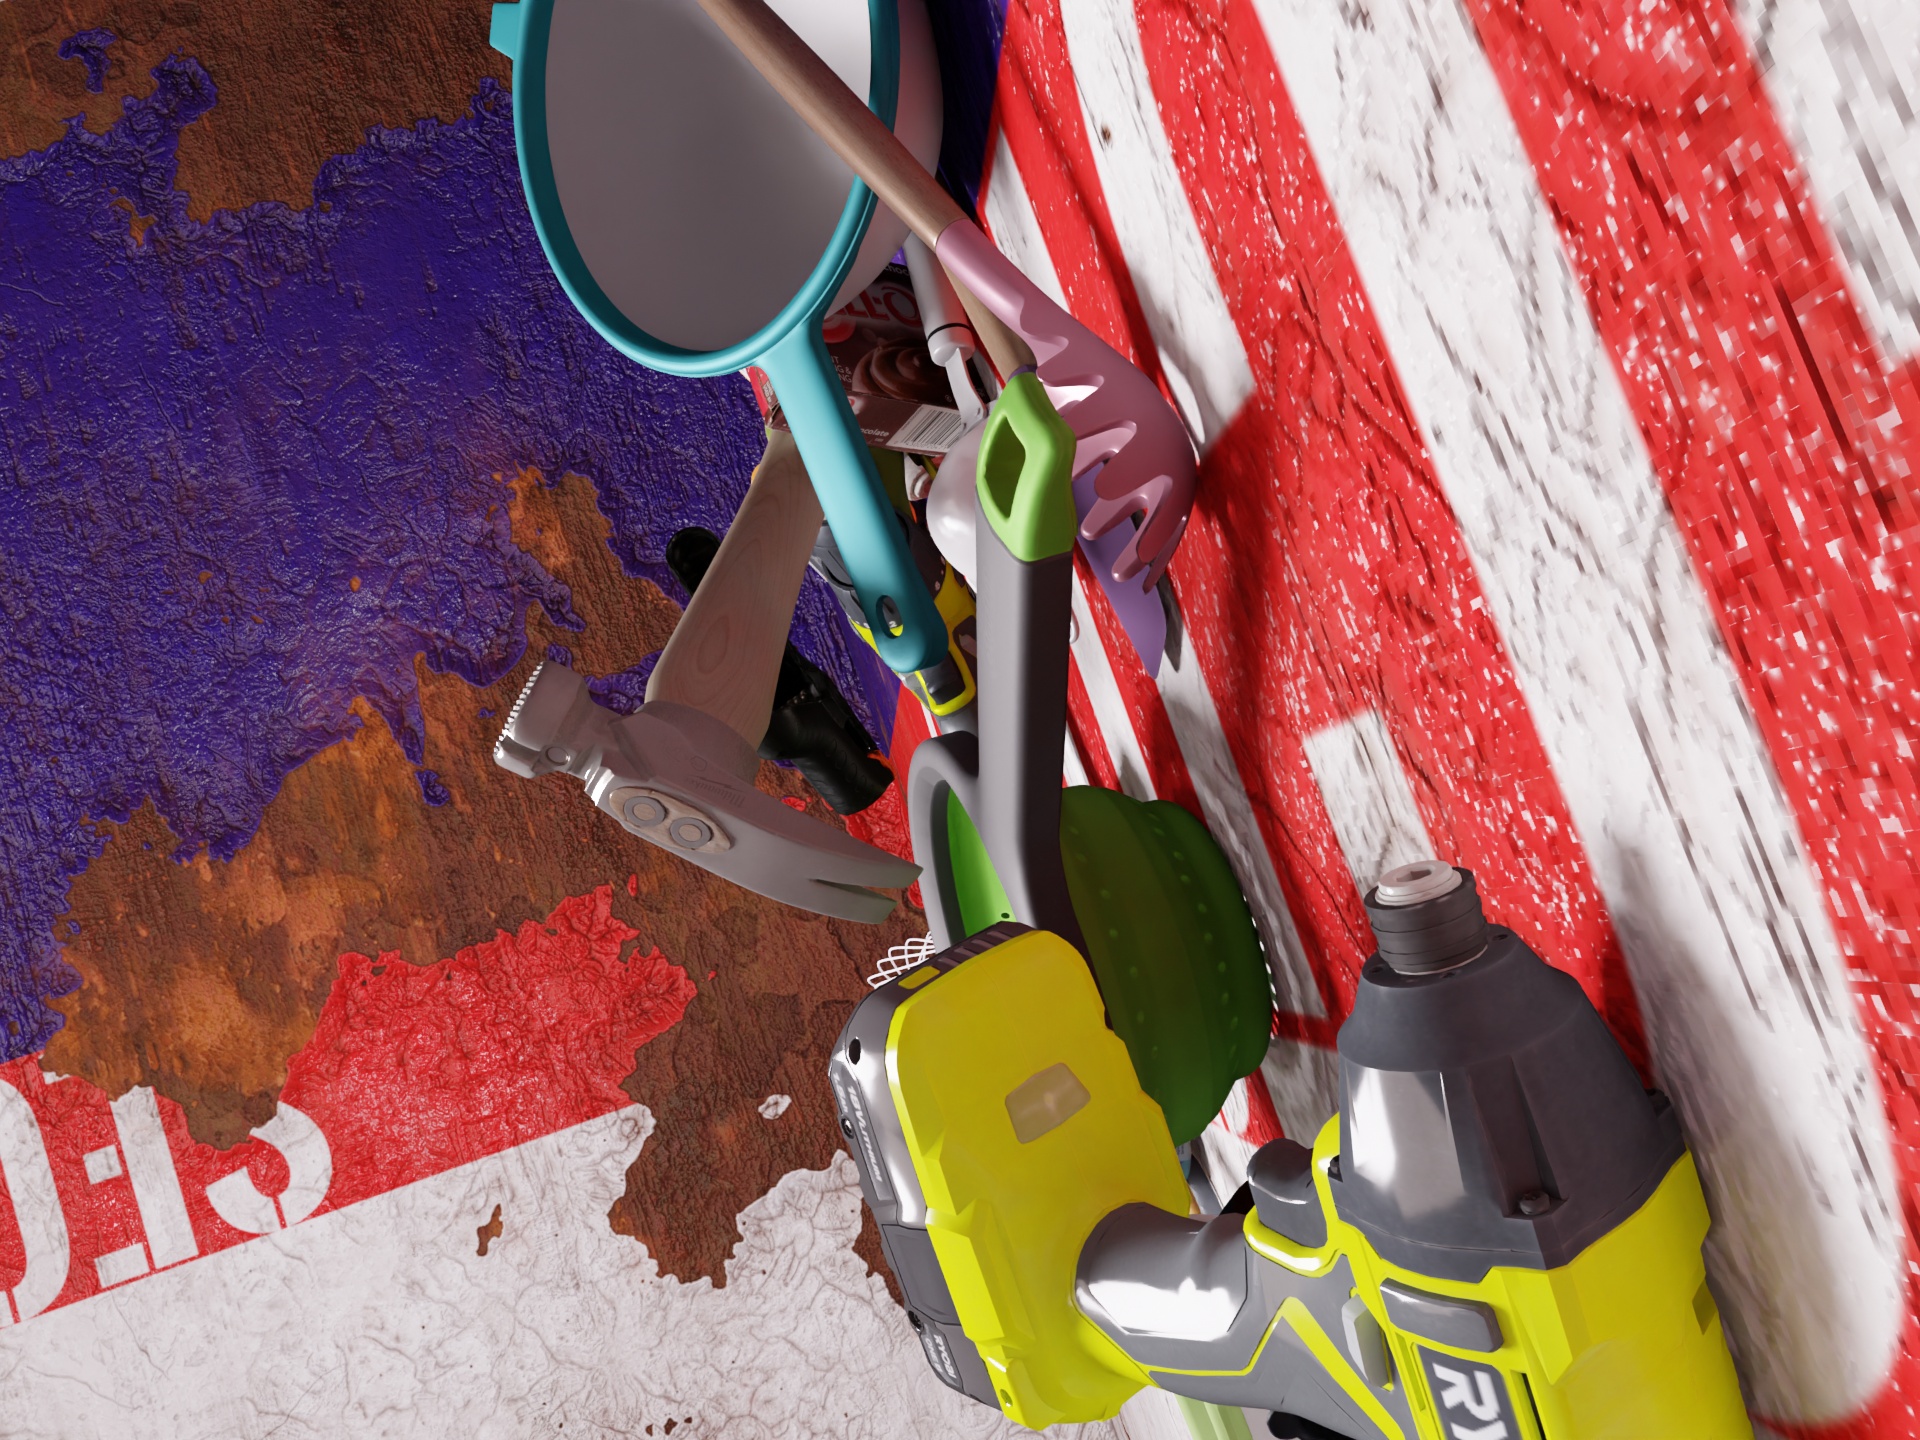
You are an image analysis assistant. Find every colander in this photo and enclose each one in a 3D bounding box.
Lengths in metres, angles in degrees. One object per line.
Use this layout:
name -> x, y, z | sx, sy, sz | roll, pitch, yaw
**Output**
colander -> 0.053, 0.041, 0.543 | 0.396, 0.094, 0.205 | 89, 161, -50

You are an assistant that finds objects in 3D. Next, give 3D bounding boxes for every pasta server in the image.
pasta server -> -0.024, -0.165, 0.505 | 0.316, 0.040, 0.060 | 52, 175, 23

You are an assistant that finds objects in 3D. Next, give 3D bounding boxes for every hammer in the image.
hammer -> -0.067, -0.086, 0.681 | 0.038, 0.146, 0.411 | -52, 18, 34

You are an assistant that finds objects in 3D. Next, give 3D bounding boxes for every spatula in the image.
spatula -> 0.016, -0.153, 0.617 | 0.059, 0.018, 0.316 | 89, 161, -59

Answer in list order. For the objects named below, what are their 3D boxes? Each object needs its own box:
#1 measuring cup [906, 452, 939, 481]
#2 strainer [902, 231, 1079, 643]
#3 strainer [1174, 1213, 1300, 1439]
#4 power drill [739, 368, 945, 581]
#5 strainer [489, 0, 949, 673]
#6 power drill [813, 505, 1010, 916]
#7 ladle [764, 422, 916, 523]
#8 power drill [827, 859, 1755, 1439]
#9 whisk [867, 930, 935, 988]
measuring cup -> 0.001, -0.131, 0.828 | 0.157, 0.029, 0.062 | 57, 172, 28
strainer -> -0.004, -0.150, 0.667 | 0.087, 0.050, 0.259 | -38, 61, 52
strainer -> 0.113, 0.249, 0.720 | 0.257, 0.069, 0.151 | -120, 10, -65
power drill -> -0.073, -0.165, 1.016 | 0.185, 0.084, 0.226 | 45, 165, 20
strainer -> -0.053, -0.183, 0.616 | 0.211, 0.095, 0.340 | -26, 84, 41
power drill -> -0.001, -0.003, 0.783 | 0.190, 0.080, 0.229 | 49, -165, -53
ladle -> -0.025, -0.067, 0.923 | 0.319, 0.062, 0.078 | 64, -161, -44
power drill -> 0.065, 0.114, 0.376 | 0.223, 0.080, 0.171 | -8, 103, 55
whisk -> -0.003, 0.144, 0.945 | 0.284, 0.070, 0.070 | 125, 128, -68
